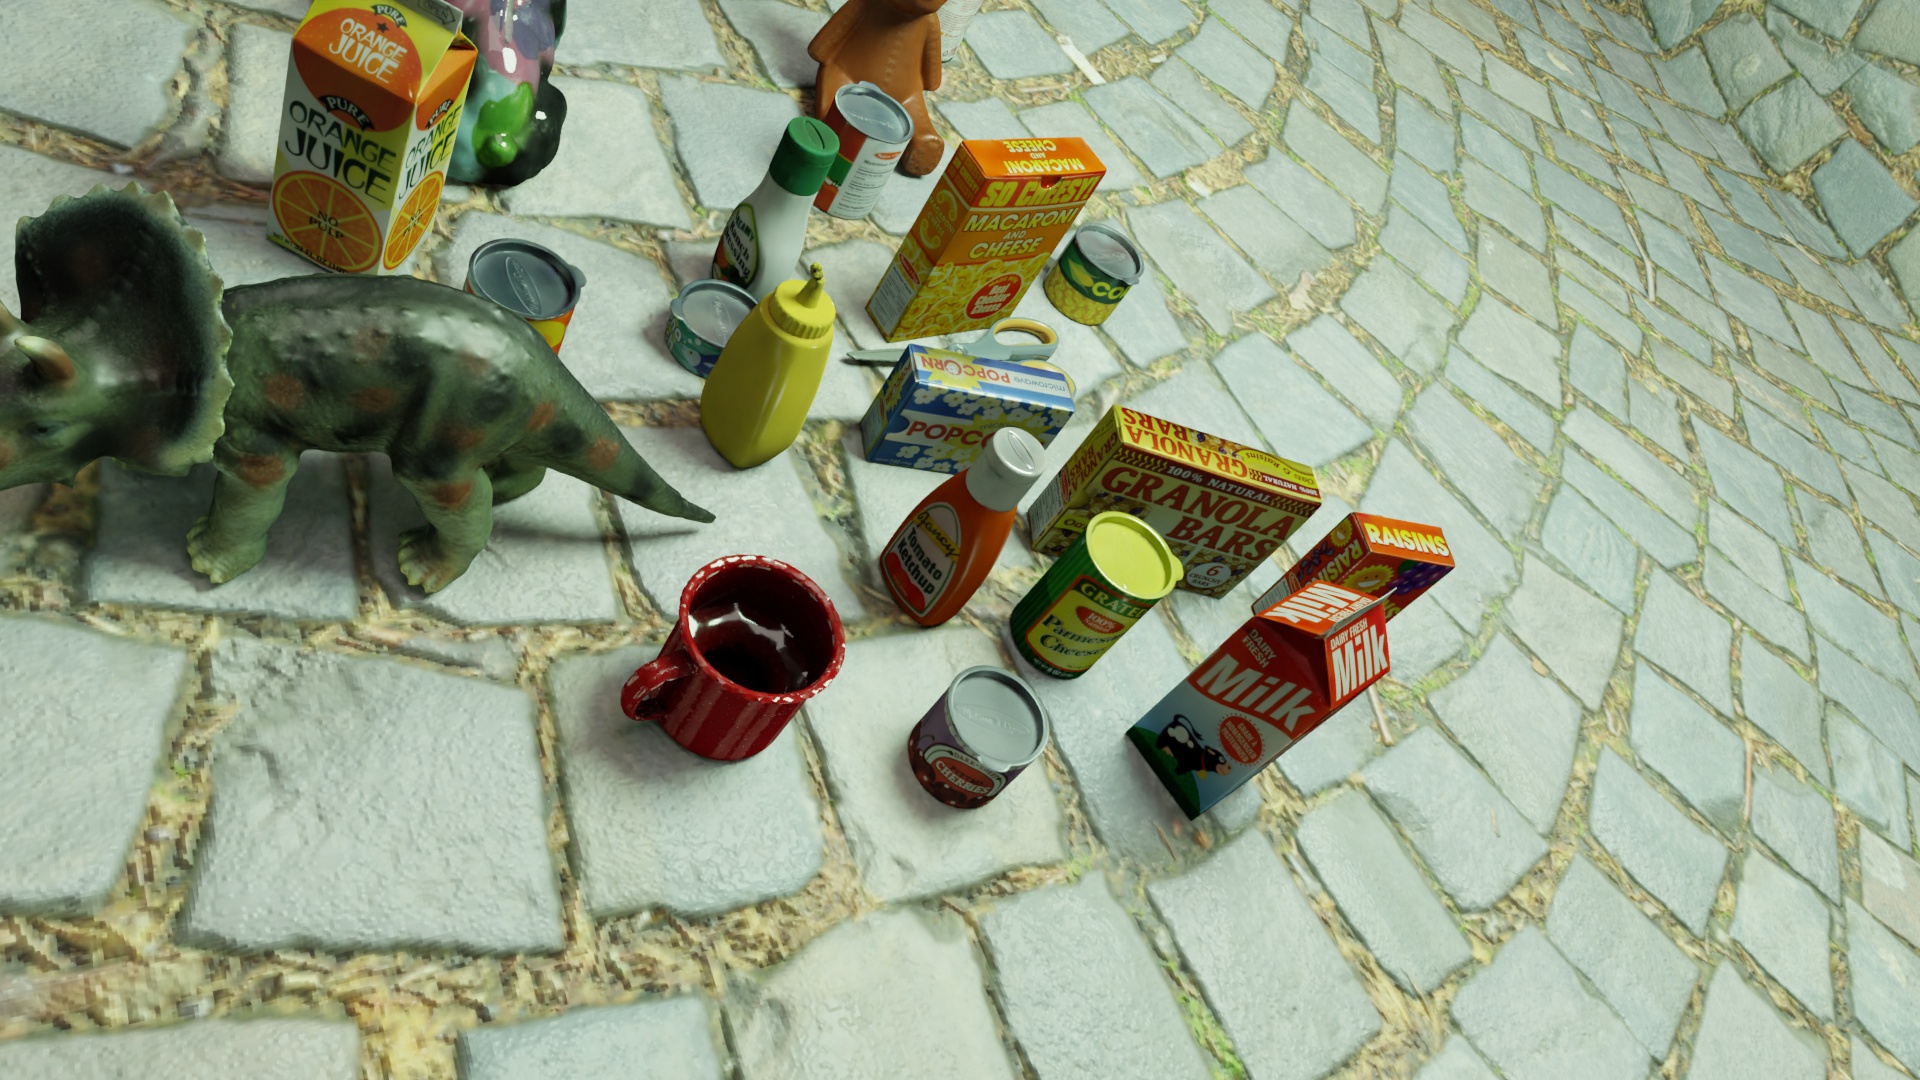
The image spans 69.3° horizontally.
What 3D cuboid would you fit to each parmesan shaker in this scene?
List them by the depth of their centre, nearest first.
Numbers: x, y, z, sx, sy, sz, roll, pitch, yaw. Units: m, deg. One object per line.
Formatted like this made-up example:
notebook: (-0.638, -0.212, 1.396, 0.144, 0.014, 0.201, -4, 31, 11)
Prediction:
parmesan shaker: (0.087, 0.038, 0.902, 0.071, 0.102, 0.072, 18, 47, -20)

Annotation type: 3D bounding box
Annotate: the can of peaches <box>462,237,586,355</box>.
can of peaches: (-0.272, -0.142, 0.855, 0.071, 0.057, 0.071, 18, 47, -20)

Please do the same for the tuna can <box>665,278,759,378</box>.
tuna can: (-0.167, -0.143, 0.941, 0.071, 0.032, 0.071, 18, 47, -20)

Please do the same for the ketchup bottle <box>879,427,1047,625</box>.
ketchup bottle: (0.003, -0.011, 0.856, 0.044, 0.148, 0.065, -17, 65, -41)

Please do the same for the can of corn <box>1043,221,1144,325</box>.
can of corn: (0.113, -0.222, 1.167, 0.071, 0.058, 0.071, 18, 47, -20)

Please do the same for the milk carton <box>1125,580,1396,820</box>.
milk carton: (0.193, 0.091, 0.862, 0.072, 0.189, 0.073, -21, 68, -42)

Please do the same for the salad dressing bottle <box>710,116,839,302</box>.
salad dressing bottle: (-0.127, -0.222, 0.950, 0.044, 0.147, 0.064, -7, 59, -37)

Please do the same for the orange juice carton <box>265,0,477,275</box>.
orange juice carton: (-0.338, -0.243, 0.800, 0.072, 0.191, 0.073, 29, 44, -10)

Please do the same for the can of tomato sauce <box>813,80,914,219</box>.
can of tomato sauce: (-0.084, -0.307, 1.095, 0.071, 0.082, 0.071, 18, 47, -20)

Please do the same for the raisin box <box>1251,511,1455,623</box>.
raisin box: (0.287, 0.033, 1.019, 0.086, 0.122, 0.040, 9, 50, -27)

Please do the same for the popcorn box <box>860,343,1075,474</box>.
popcorn box: (0.005, -0.086, 0.966, 0.127, 0.084, 0.038, 7, 51, -28)

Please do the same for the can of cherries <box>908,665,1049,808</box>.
can of cherries: (0.009, 0.118, 0.818, 0.071, 0.058, 0.072, 18, 47, -20)

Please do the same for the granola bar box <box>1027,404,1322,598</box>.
granola bar box: (0.149, -0.022, 0.977, 0.166, 0.123, 0.039, 15, 48, -22)

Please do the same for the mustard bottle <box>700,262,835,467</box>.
mustard bottle: (-0.112, -0.113, 0.859, 0.049, 0.159, 0.065, -23, 70, -43)

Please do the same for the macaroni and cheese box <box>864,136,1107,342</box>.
macaroni and cheese box: (0.018, -0.221, 1.029, 0.124, 0.165, 0.040, -16, 65, -40)
